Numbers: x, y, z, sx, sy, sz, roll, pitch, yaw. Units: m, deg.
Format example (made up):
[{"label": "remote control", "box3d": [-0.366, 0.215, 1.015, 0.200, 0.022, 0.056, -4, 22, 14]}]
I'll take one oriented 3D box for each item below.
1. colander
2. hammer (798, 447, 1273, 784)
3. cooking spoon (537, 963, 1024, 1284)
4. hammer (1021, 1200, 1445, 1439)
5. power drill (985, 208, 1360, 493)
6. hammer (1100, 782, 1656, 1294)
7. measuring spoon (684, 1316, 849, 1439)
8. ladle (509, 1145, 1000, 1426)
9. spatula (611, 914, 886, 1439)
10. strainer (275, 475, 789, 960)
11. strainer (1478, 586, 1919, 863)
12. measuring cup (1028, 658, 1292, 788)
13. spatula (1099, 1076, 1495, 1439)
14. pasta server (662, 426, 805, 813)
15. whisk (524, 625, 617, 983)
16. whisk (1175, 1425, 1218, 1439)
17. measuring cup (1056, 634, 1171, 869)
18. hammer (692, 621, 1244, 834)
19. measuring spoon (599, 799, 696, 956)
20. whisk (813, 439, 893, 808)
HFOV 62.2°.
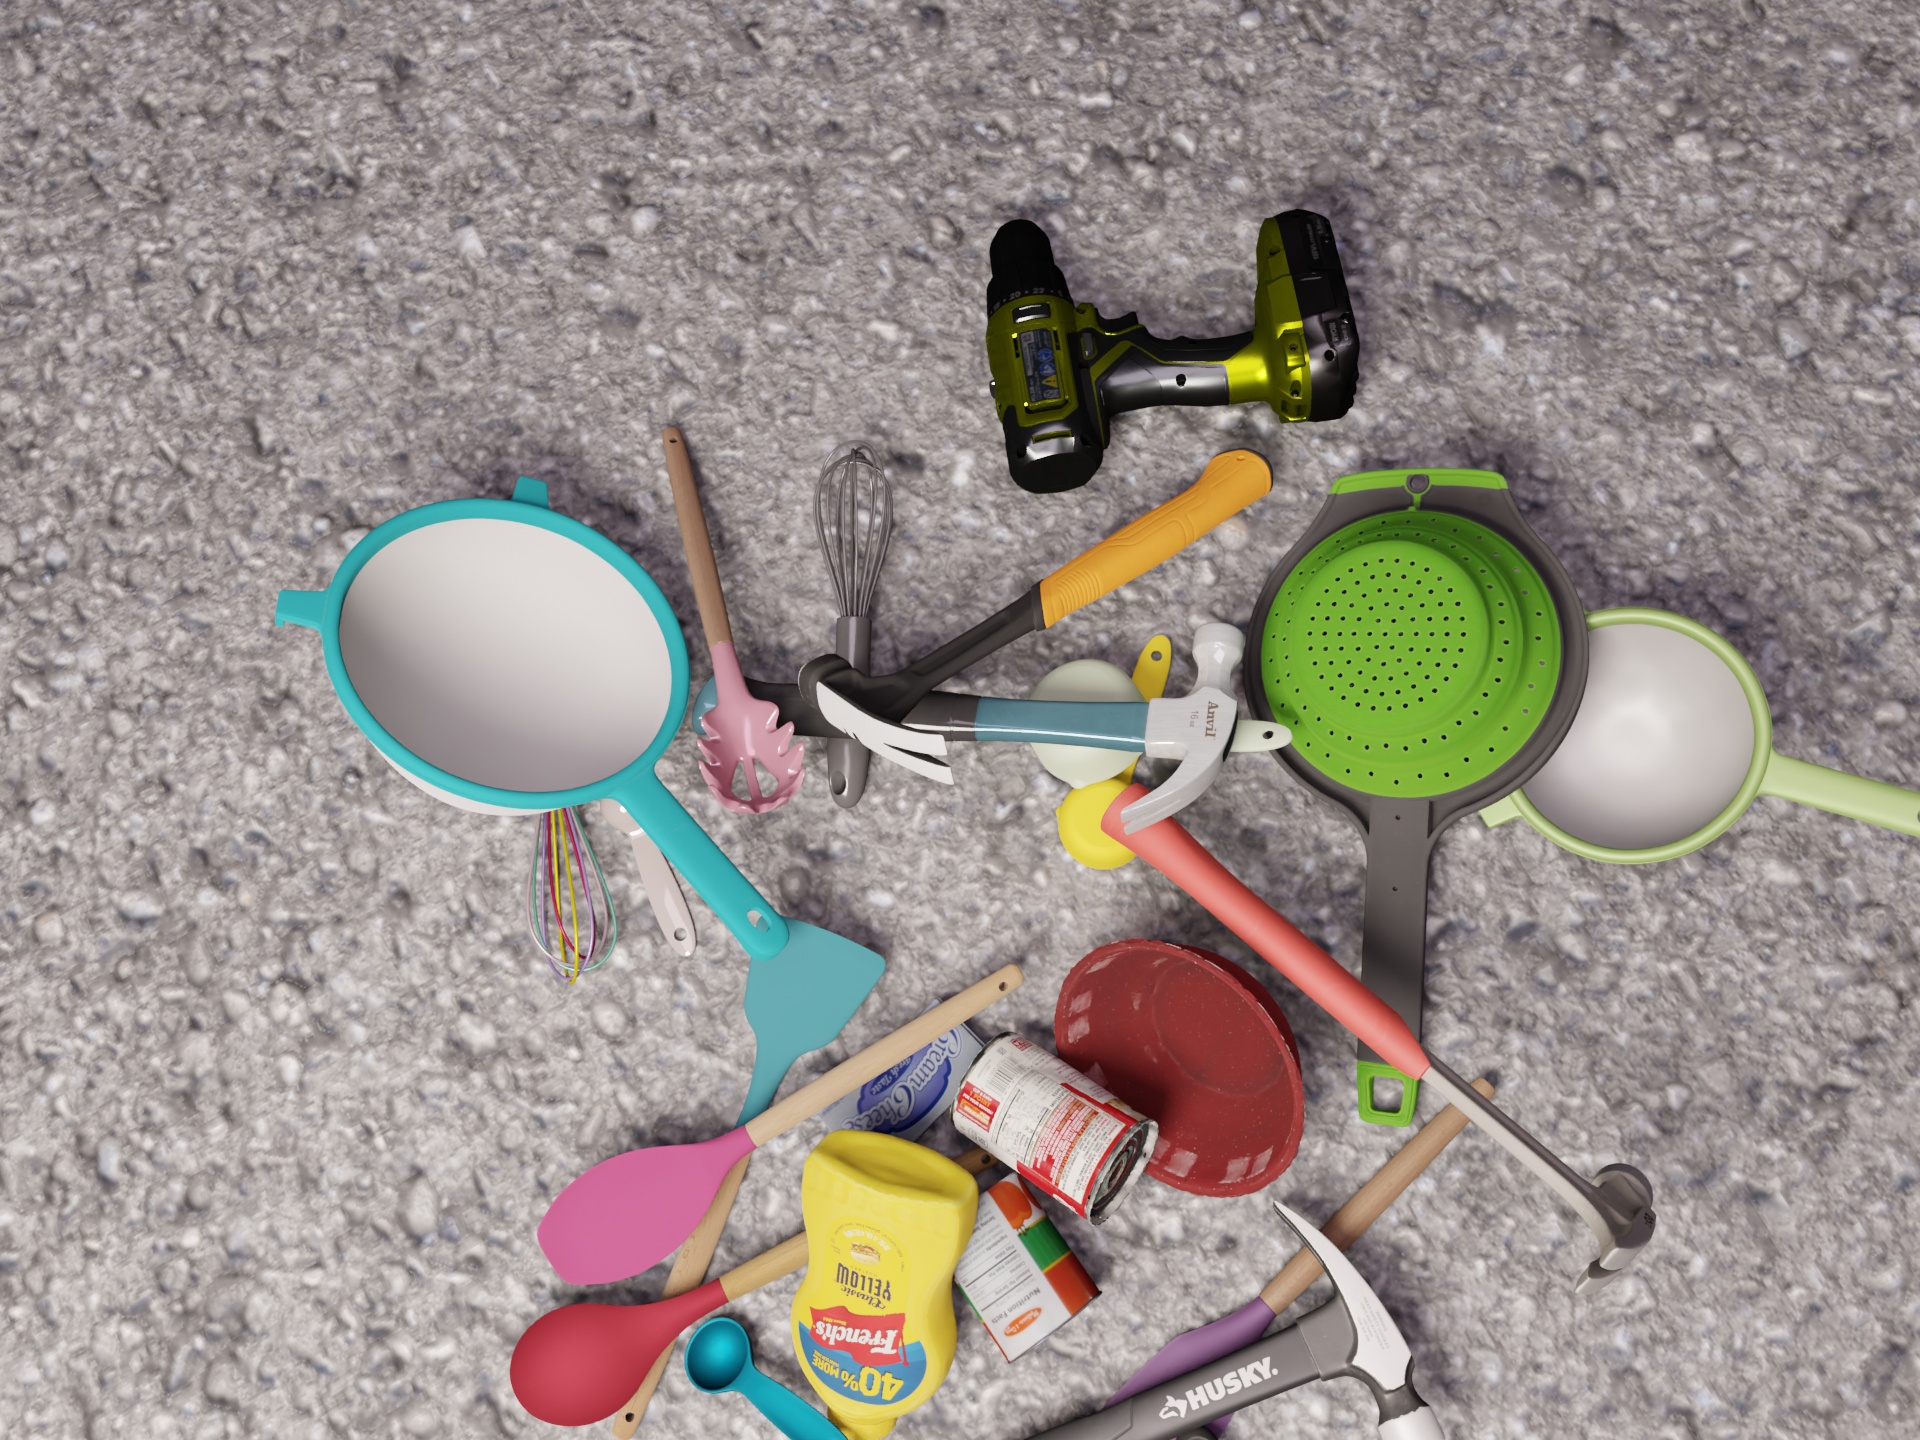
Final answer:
[{"label": "colander", "box3d": [0.251, 0.038, 0.925, 0.204, 0.094, 0.397, 2, 84, 25]}, {"label": "hammer", "box3d": [0.071, -0.078, 0.952, 0.337, 0.034, 0.127, -33, 40, -25]}, {"label": "cooking spoon", "box3d": [-0.100, 0.231, 0.934, 0.319, 0.017, 0.068, -30, 97, -7]}, {"label": "hammer", "box3d": [0.084, 0.392, 0.885, 0.335, 0.035, 0.146, -23, 64, 0]}, {"label": "power drill", "box3d": [0.128, -0.256, 1.032, 0.228, 0.080, 0.191, -9, 69, 5]}, {"label": "hammer", "box3d": [0.213, 0.157, 0.866, 0.359, 0.149, 0.036, 41, 107, 24]}, {"label": "measuring spoon", "box3d": [-0.105, 0.390, 0.912, 0.129, 0.021, 0.042, 25, 71, 30]}, {"label": "ladle", "box3d": [-0.113, 0.321, 0.928, 0.315, 0.031, 0.069, -25, 91, -10]}, {"label": "spatula", "box3d": [-0.140, 0.274, 0.947, 0.082, 0.044, 0.317, 23, 81, -7]}, {"label": "strainer", "box3d": [-0.233, 0.024, 0.949, 0.340, 0.095, 0.211, 48, 48, 4]}, {"label": "strainer", "box3d": [0.445, 0.026, 0.928, 0.256, 0.069, 0.151, 18, 91, 25]}, {"label": "measuring cup", "box3d": [0.115, -0.001, 0.960, 0.168, 0.038, 0.083, 2, 61, 30]}, {"label": "spatula", "box3d": [0.199, 0.324, 0.926, 0.316, 0.018, 0.060, -44, 86, -5]}, {"label": "pasta server", "box3d": [-0.152, -0.070, 0.983, 0.060, 0.040, 0.317, -10, 57, -12]}, {"label": "whisk", "box3d": [-0.255, 0.045, 1.008, 0.051, 0.047, 0.245, -11, 74, 3]}, {"label": "whisk", "box3d": [0.169, 0.536, 0.859, 0.073, 0.073, 0.296, -16, 73, 0]}, {"label": "measuring cup", "box3d": [0.104, 0.016, 0.995, 0.062, 0.029, 0.156, 17, 80, 7]}, {"label": "hammer", "box3d": [-0.002, -0.003, 0.954, 0.331, 0.033, 0.128, 3, 64, 14]}, {"label": "measuring spoon", "box3d": [-0.196, 0.092, 1.005, 0.034, 0.018, 0.124, -25, 78, -2]}, {"label": "whisk", "box3d": [-0.071, -0.063, 1.019, 0.055, 0.055, 0.239, 1, 82, 4]}]
